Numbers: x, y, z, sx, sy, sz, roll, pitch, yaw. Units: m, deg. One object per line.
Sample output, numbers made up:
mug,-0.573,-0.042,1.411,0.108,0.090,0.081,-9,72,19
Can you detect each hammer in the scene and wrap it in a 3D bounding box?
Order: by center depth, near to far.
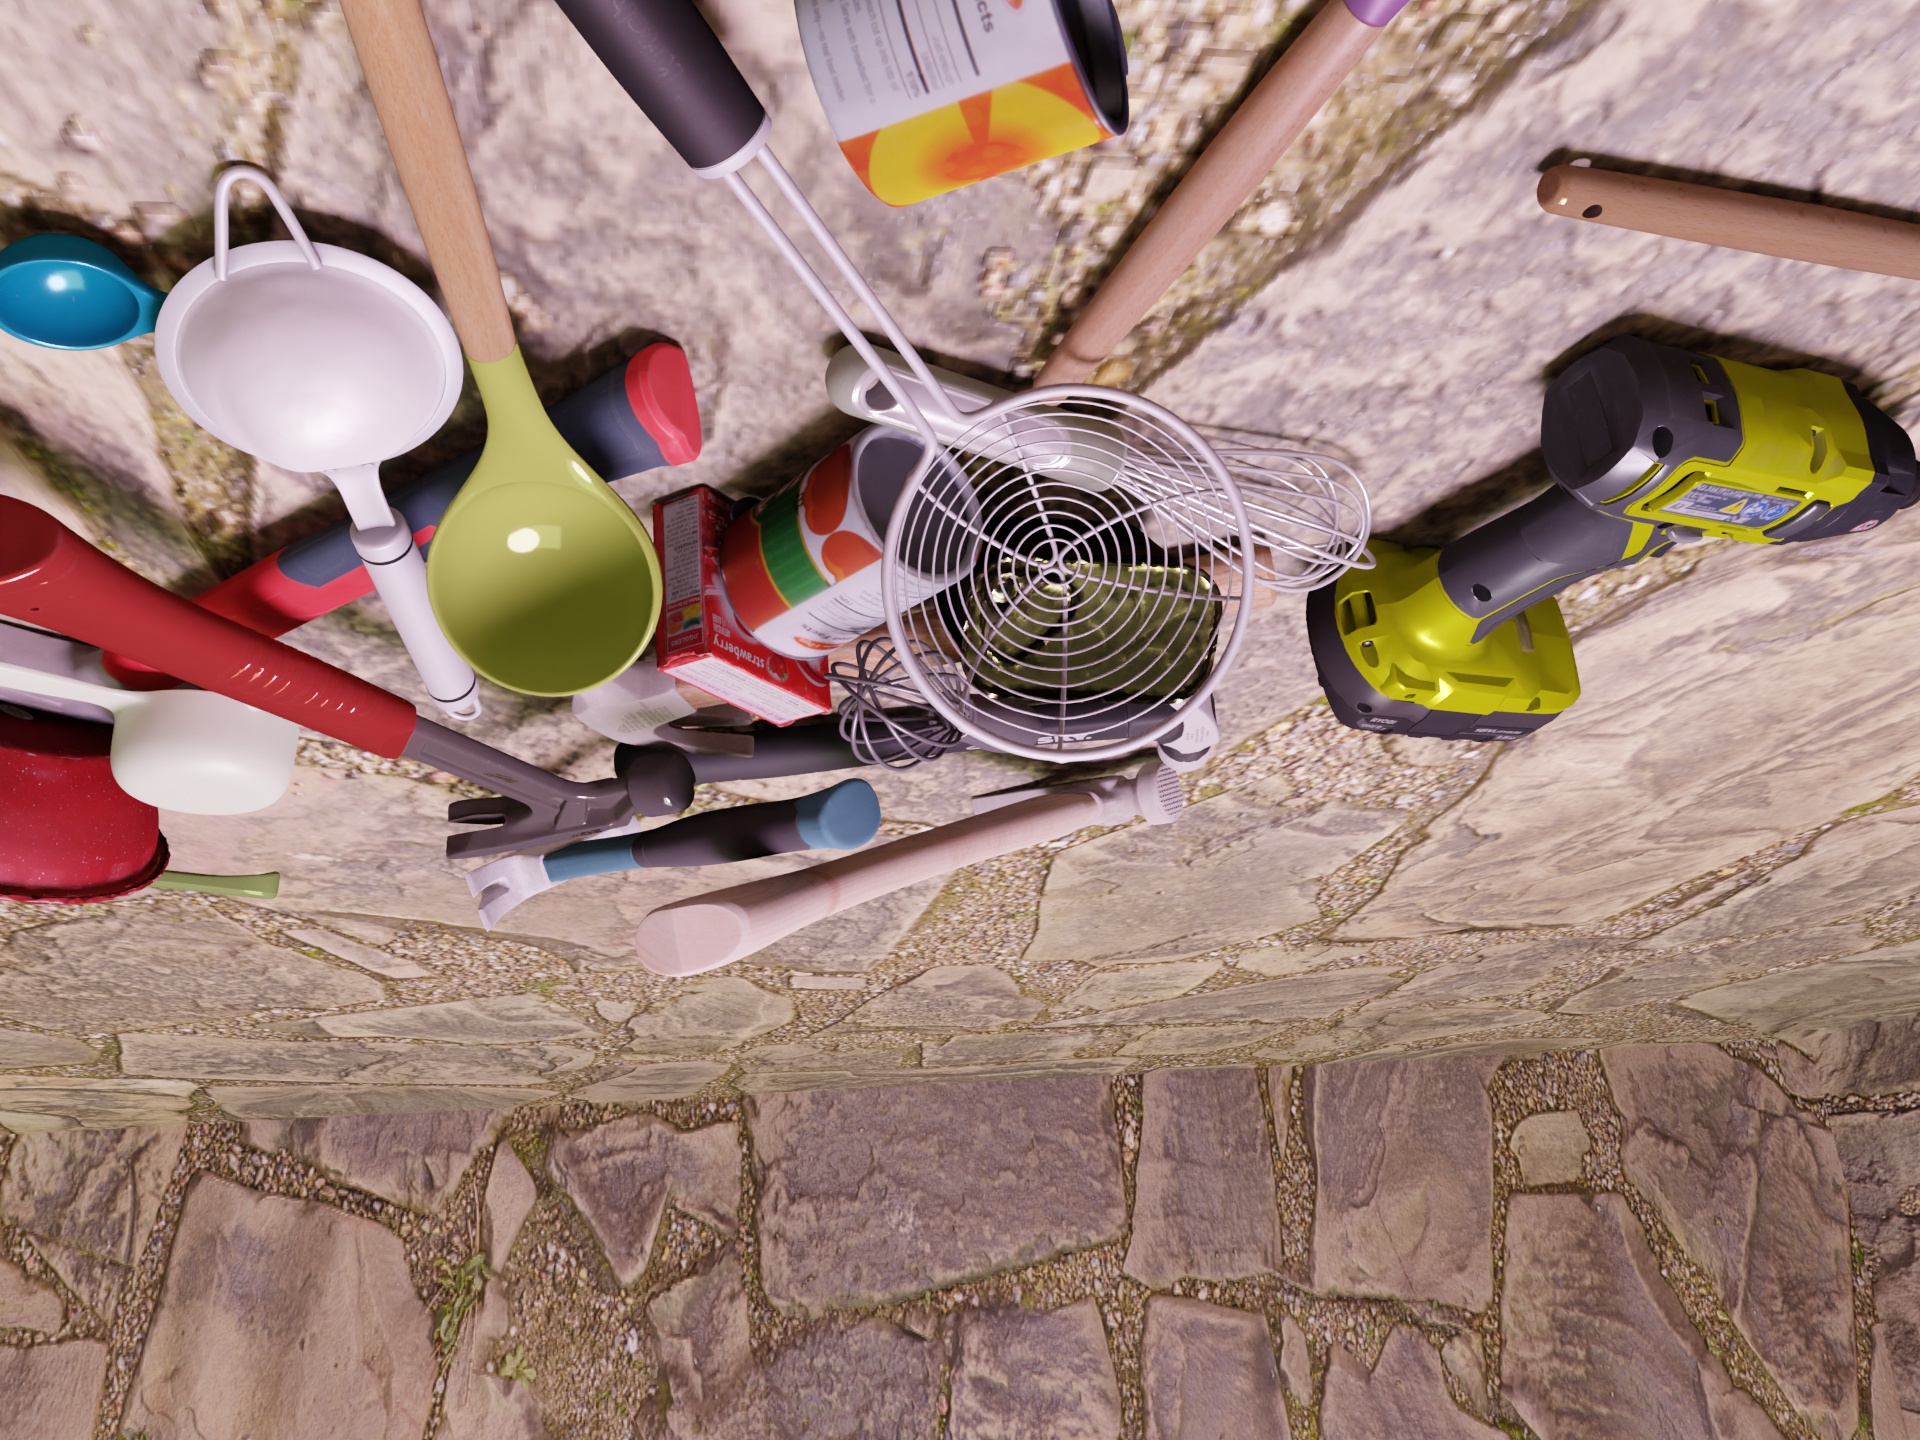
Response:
hammer,-0.257,-0.065,0.618,0.386,0.038,0.143,-18,155,33
hammer,-0.267,-0.004,0.670,0.149,0.037,0.358,-11,159,20
hammer,-0.020,-0.036,0.741,0.331,0.031,0.130,-10,158,10
hammer,-0.151,0.064,0.825,0.128,0.033,0.331,-25,-172,-41
hammer,-0.028,0.075,0.857,0.146,0.038,0.410,-12,180,33
hammer,-0.026,0.008,0.878,0.335,0.035,0.146,-6,161,5

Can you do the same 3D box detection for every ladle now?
ladle,-0.134,-0.111,0.425,0.078,0.062,0.320,3,150,-1

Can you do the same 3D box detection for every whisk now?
whisk,0.061,-0.094,0.592,0.246,0.059,0.057,12,117,-29
whisk,0.000,-0.003,0.698,0.055,0.055,0.239,-10,174,17

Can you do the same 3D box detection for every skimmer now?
skimmer,-0.018,-0.103,0.433,0.127,0.090,0.362,-39,145,4

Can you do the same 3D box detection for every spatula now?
spatula,0.090,-0.171,0.420,0.059,0.018,0.316,5,157,-22

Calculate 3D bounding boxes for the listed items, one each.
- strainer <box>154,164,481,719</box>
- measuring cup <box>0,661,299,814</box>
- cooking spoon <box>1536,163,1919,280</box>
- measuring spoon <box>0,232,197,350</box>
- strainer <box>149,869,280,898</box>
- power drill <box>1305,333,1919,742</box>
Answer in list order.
strainer,-0.195,-0.066,0.534,0.087,0.050,0.258,-9,150,-7
measuring cup,-0.366,0.006,0.678,0.083,0.038,0.167,-18,156,34
cooking spoon,0.325,-0.153,0.523,0.318,0.017,0.068,2,159,-19
measuring spoon,-0.222,-0.130,0.483,0.128,0.021,0.042,-4,157,-30
strainer,-0.474,0.045,0.798,0.256,0.069,0.151,8,173,-13
power drill,0.266,-0.068,0.667,0.171,0.080,0.223,5,155,-24
